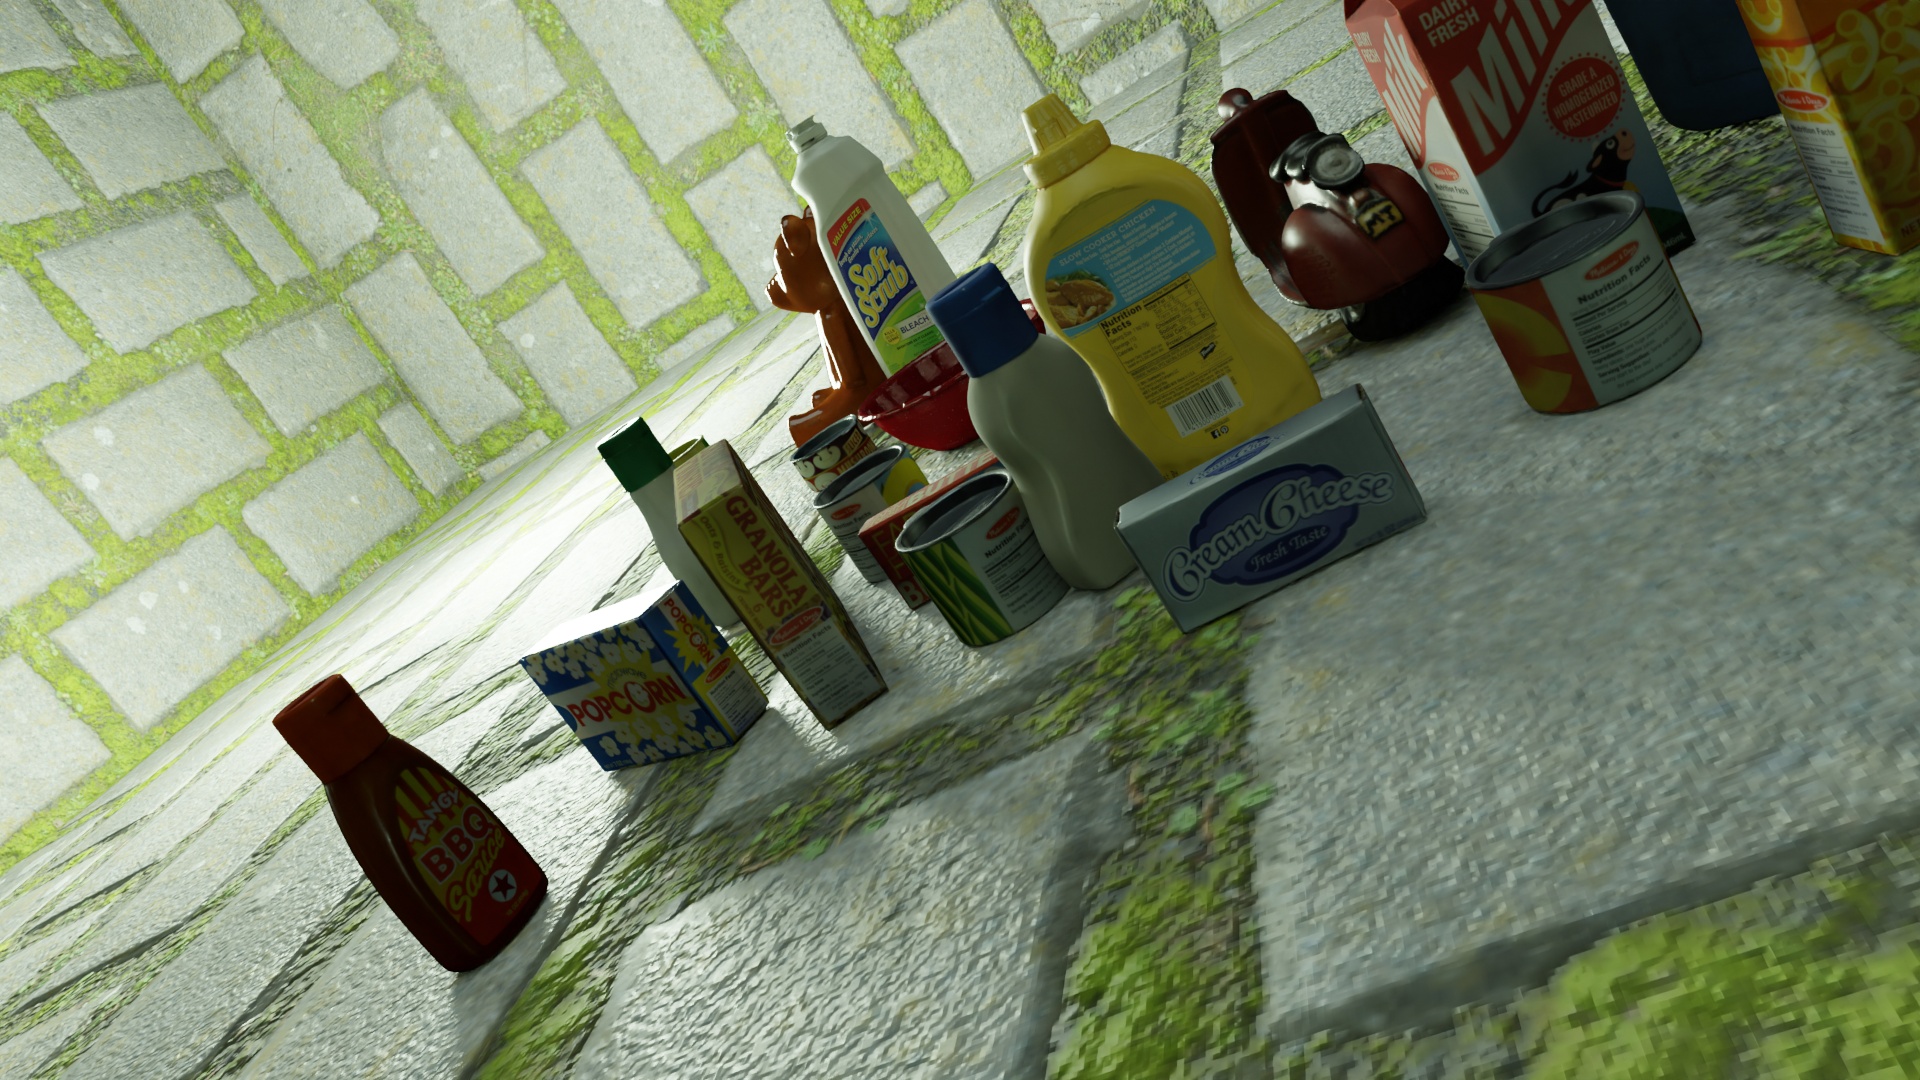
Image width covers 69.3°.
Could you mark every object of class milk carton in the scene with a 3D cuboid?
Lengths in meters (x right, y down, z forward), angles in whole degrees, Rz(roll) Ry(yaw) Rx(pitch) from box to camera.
[{"bbox_3d":[0.229,-0.195,0.594,0.072,0.190,0.074,-32,16,7],"label":"milk carton"}]

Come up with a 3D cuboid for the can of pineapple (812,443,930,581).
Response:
[{"bbox_3d":[-0.045,-0.018,0.837,0.071,0.057,0.071,-30,16,10],"label":"can of pineapple"}]

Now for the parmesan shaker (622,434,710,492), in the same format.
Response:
[{"bbox_3d":[-0.189,-0.016,1.023,0.071,0.103,0.071,-31,16,10],"label":"parmesan shaker"}]

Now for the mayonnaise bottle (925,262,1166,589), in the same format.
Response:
[{"bbox_3d":[0.038,-0.052,0.619,0.065,0.148,0.041,-41,18,-25],"label":"mayonnaise bottle"}]

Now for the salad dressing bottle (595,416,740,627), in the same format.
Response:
[{"bbox_3d":[-0.185,-0.012,0.925,0.044,0.147,0.064,-27,17,21],"label":"salad dressing bottle"}]

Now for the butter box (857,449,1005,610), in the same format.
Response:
[{"bbox_3d":[0.003,-0.009,0.733,0.103,0.053,0.024,-28,17,17],"label":"butter box"}]

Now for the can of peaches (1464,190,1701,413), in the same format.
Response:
[{"bbox_3d":[0.232,-0.089,0.522,0.071,0.058,0.071,-30,16,10],"label":"can of peaches"}]

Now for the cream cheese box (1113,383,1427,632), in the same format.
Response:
[{"bbox_3d":[0.116,-0.011,0.524,0.103,0.053,0.024,-28,17,18],"label":"cream cheese box"}]

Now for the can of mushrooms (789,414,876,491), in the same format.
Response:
[{"bbox_3d":[-0.103,-0.072,1.146,0.071,0.033,0.071,-30,16,10],"label":"can of mushrooms"}]

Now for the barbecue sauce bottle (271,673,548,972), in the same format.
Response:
[{"bbox_3d":[-0.263,0.131,0.660,0.043,0.148,0.065,-24,19,31],"label":"barbecue sauce bottle"}]

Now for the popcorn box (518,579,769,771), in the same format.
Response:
[{"bbox_3d":[-0.174,0.077,0.761,0.126,0.085,0.038,-18,22,42],"label":"popcorn box"}]

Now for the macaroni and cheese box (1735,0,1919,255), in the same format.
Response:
[{"bbox_3d":[0.330,-0.200,0.464,0.123,0.166,0.040,-31,16,9],"label":"macaroni and cheese box"}]

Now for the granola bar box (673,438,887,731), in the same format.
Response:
[{"bbox_3d":[-0.099,0.017,0.723,0.039,0.124,0.166,-35,16,-4],"label":"granola bar box"}]

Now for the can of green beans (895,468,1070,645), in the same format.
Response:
[{"bbox_3d":[0.012,0.008,0.657,0.071,0.057,0.071,-30,16,10],"label":"can of green beans"}]
